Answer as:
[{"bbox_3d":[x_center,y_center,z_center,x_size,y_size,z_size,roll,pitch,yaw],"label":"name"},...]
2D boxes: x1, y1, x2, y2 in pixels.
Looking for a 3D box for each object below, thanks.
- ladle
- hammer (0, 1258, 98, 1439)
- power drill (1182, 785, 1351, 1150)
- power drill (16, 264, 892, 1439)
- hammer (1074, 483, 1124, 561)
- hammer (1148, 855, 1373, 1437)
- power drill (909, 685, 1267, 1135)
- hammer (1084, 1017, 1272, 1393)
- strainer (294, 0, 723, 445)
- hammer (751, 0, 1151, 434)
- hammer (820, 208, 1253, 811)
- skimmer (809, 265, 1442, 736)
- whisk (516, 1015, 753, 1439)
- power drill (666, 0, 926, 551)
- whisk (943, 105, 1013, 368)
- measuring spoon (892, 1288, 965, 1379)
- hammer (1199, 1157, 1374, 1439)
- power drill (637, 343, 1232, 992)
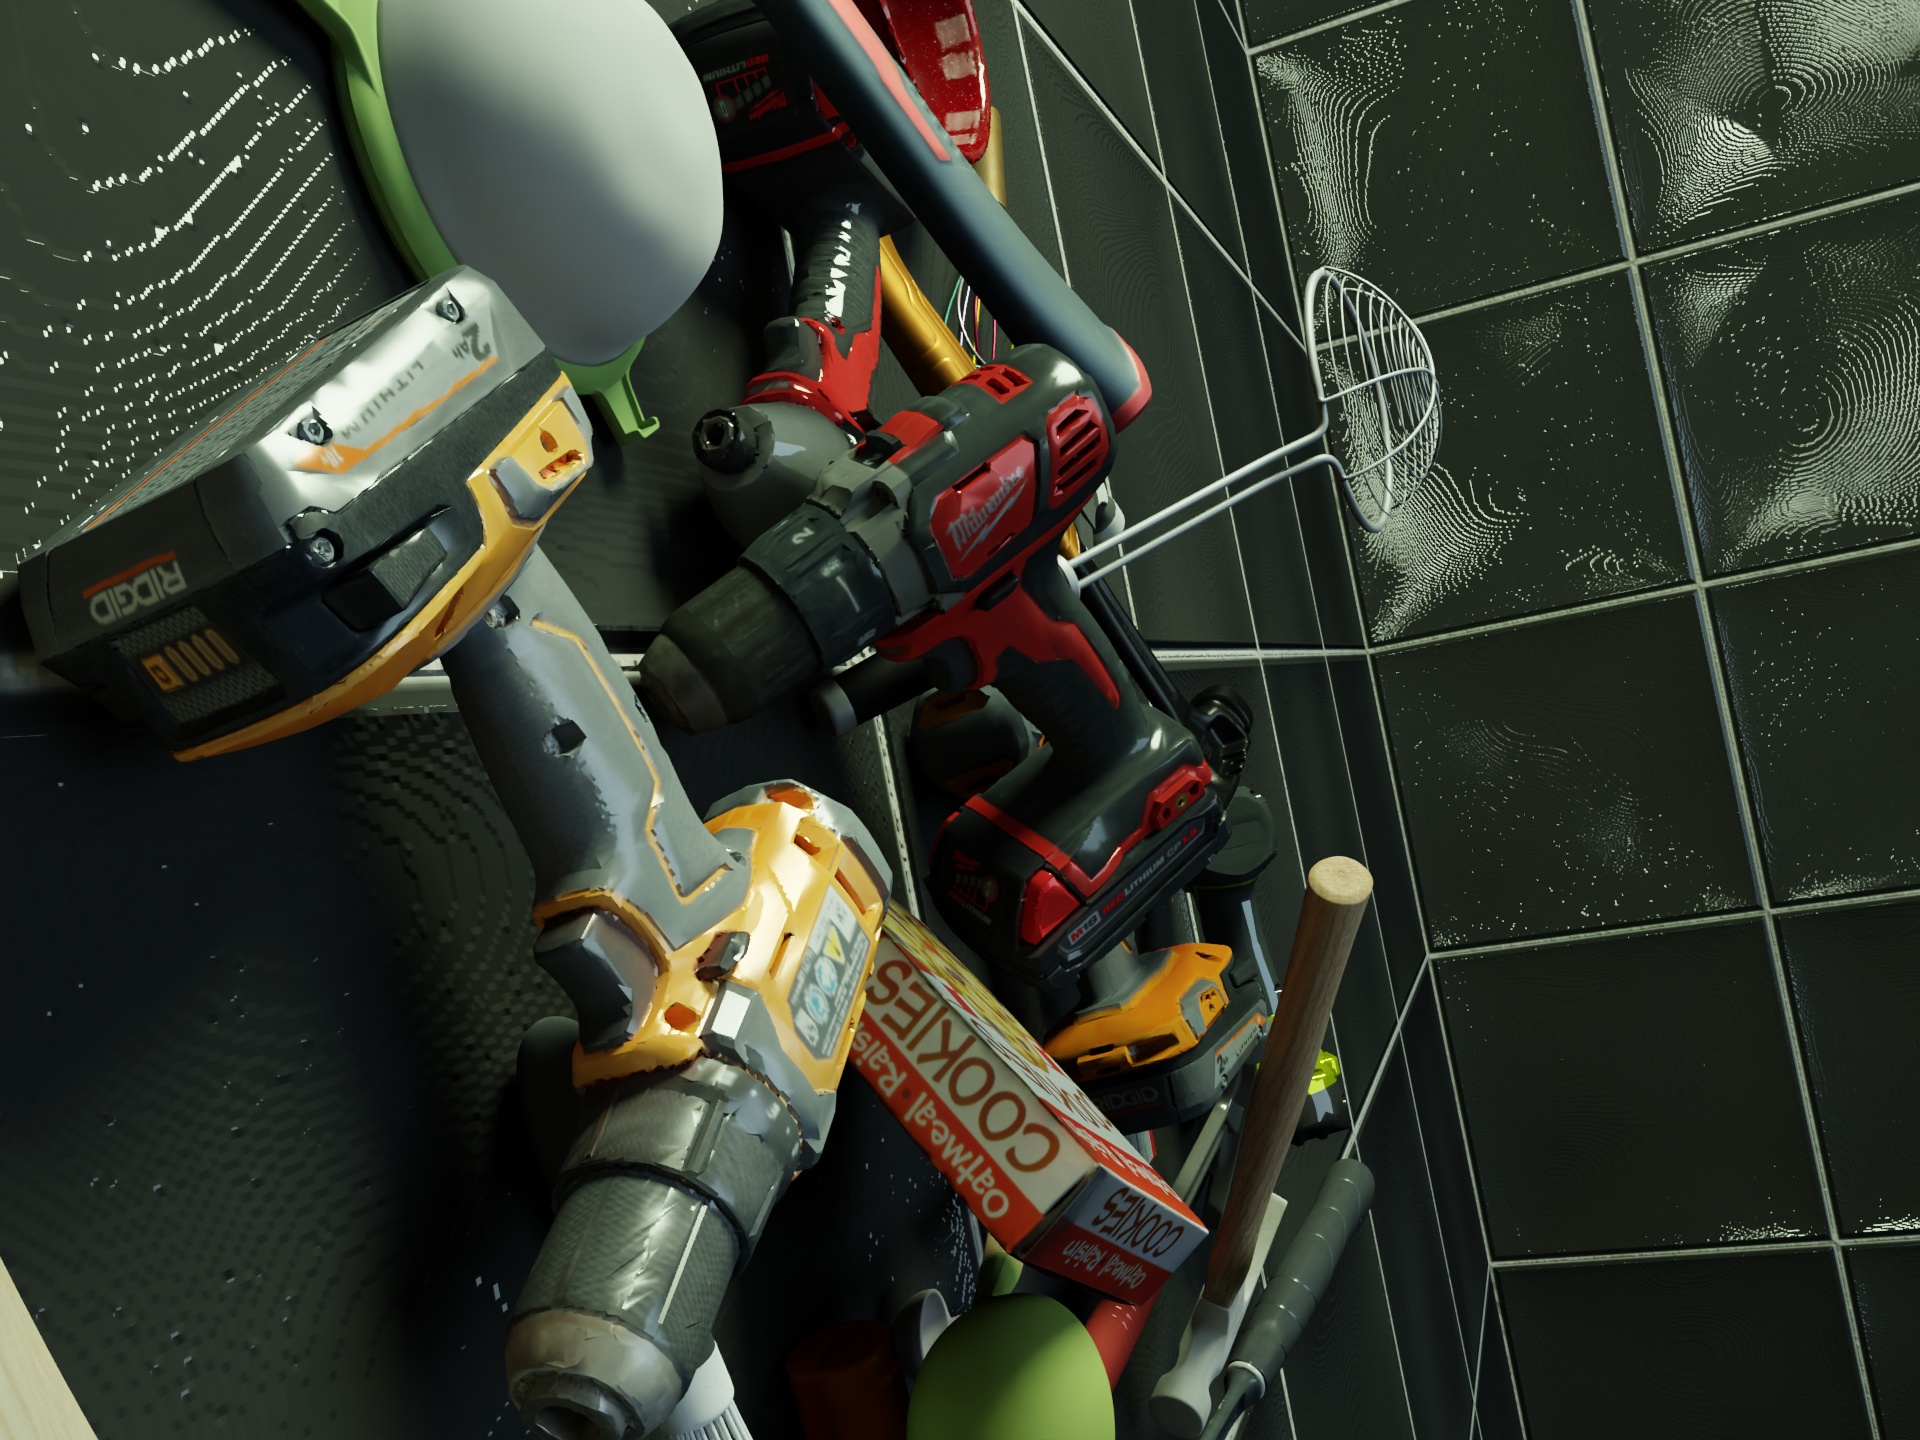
[{"bbox_3d":[0.029,0.206,0.614,0.320,0.062,0.078,-36,149,-82],"label":"ladle"},{"bbox_3d":[-0.202,-0.019,0.228,0.146,0.038,0.410,-55,131,-64],"label":"hammer"},{"bbox_3d":[0.173,0.151,1.025,0.171,0.080,0.223,161,-84,-84],"label":"power drill"},{"bbox_3d":[-0.101,0.033,0.368,0.226,0.084,0.185,59,28,-27],"label":"power drill"},{"bbox_3d":[0.072,-0.018,0.947,0.146,0.035,0.335,43,41,-58],"label":"hammer"},{"bbox_3d":[0.154,0.206,0.793,0.130,0.031,0.331,-46,149,-52],"label":"hammer"},{"bbox_3d":[0.069,0.069,0.782,0.164,0.084,0.226,-26,94,-60],"label":"power drill"},{"bbox_3d":[0.091,0.281,0.797,0.359,0.037,0.149,-34,137,-62],"label":"hammer"},{"bbox_3d":[-0.136,-0.196,0.446,0.256,0.069,0.152,35,48,-64],"label":"strainer"},{"bbox_3d":[-0.061,-0.239,0.530,0.386,0.038,0.143,49,40,-23],"label":"hammer"},{"bbox_3d":[0.032,-0.098,0.749,0.336,0.034,0.127,54,29,-12],"label":"hammer"},{"bbox_3d":[0.081,-0.092,0.717,0.090,0.363,0.127,22,-42,61],"label":"skimmer"},{"bbox_3d":[-0.064,0.213,0.442,0.284,0.070,0.070,71,21,-7],"label":"whisk"},{"bbox_3d":[-0.062,-0.162,0.621,0.143,0.078,0.220,24,60,-65],"label":"power drill"},{"bbox_3d":[0.014,-0.283,0.940,0.047,0.051,0.245,86,2,-54],"label":"whisk"},{"bbox_3d":[-0.004,0.249,0.641,0.124,0.018,0.034,51,33,-63],"label":"measuring spoon"},{"bbox_3d":[0.123,0.306,0.722,0.409,0.036,0.149,-26,131,-58],"label":"hammer"},{"bbox_3d":[-0.001,-0.002,0.591,0.188,0.080,0.226,-38,128,-18],"label":"power drill"}]
